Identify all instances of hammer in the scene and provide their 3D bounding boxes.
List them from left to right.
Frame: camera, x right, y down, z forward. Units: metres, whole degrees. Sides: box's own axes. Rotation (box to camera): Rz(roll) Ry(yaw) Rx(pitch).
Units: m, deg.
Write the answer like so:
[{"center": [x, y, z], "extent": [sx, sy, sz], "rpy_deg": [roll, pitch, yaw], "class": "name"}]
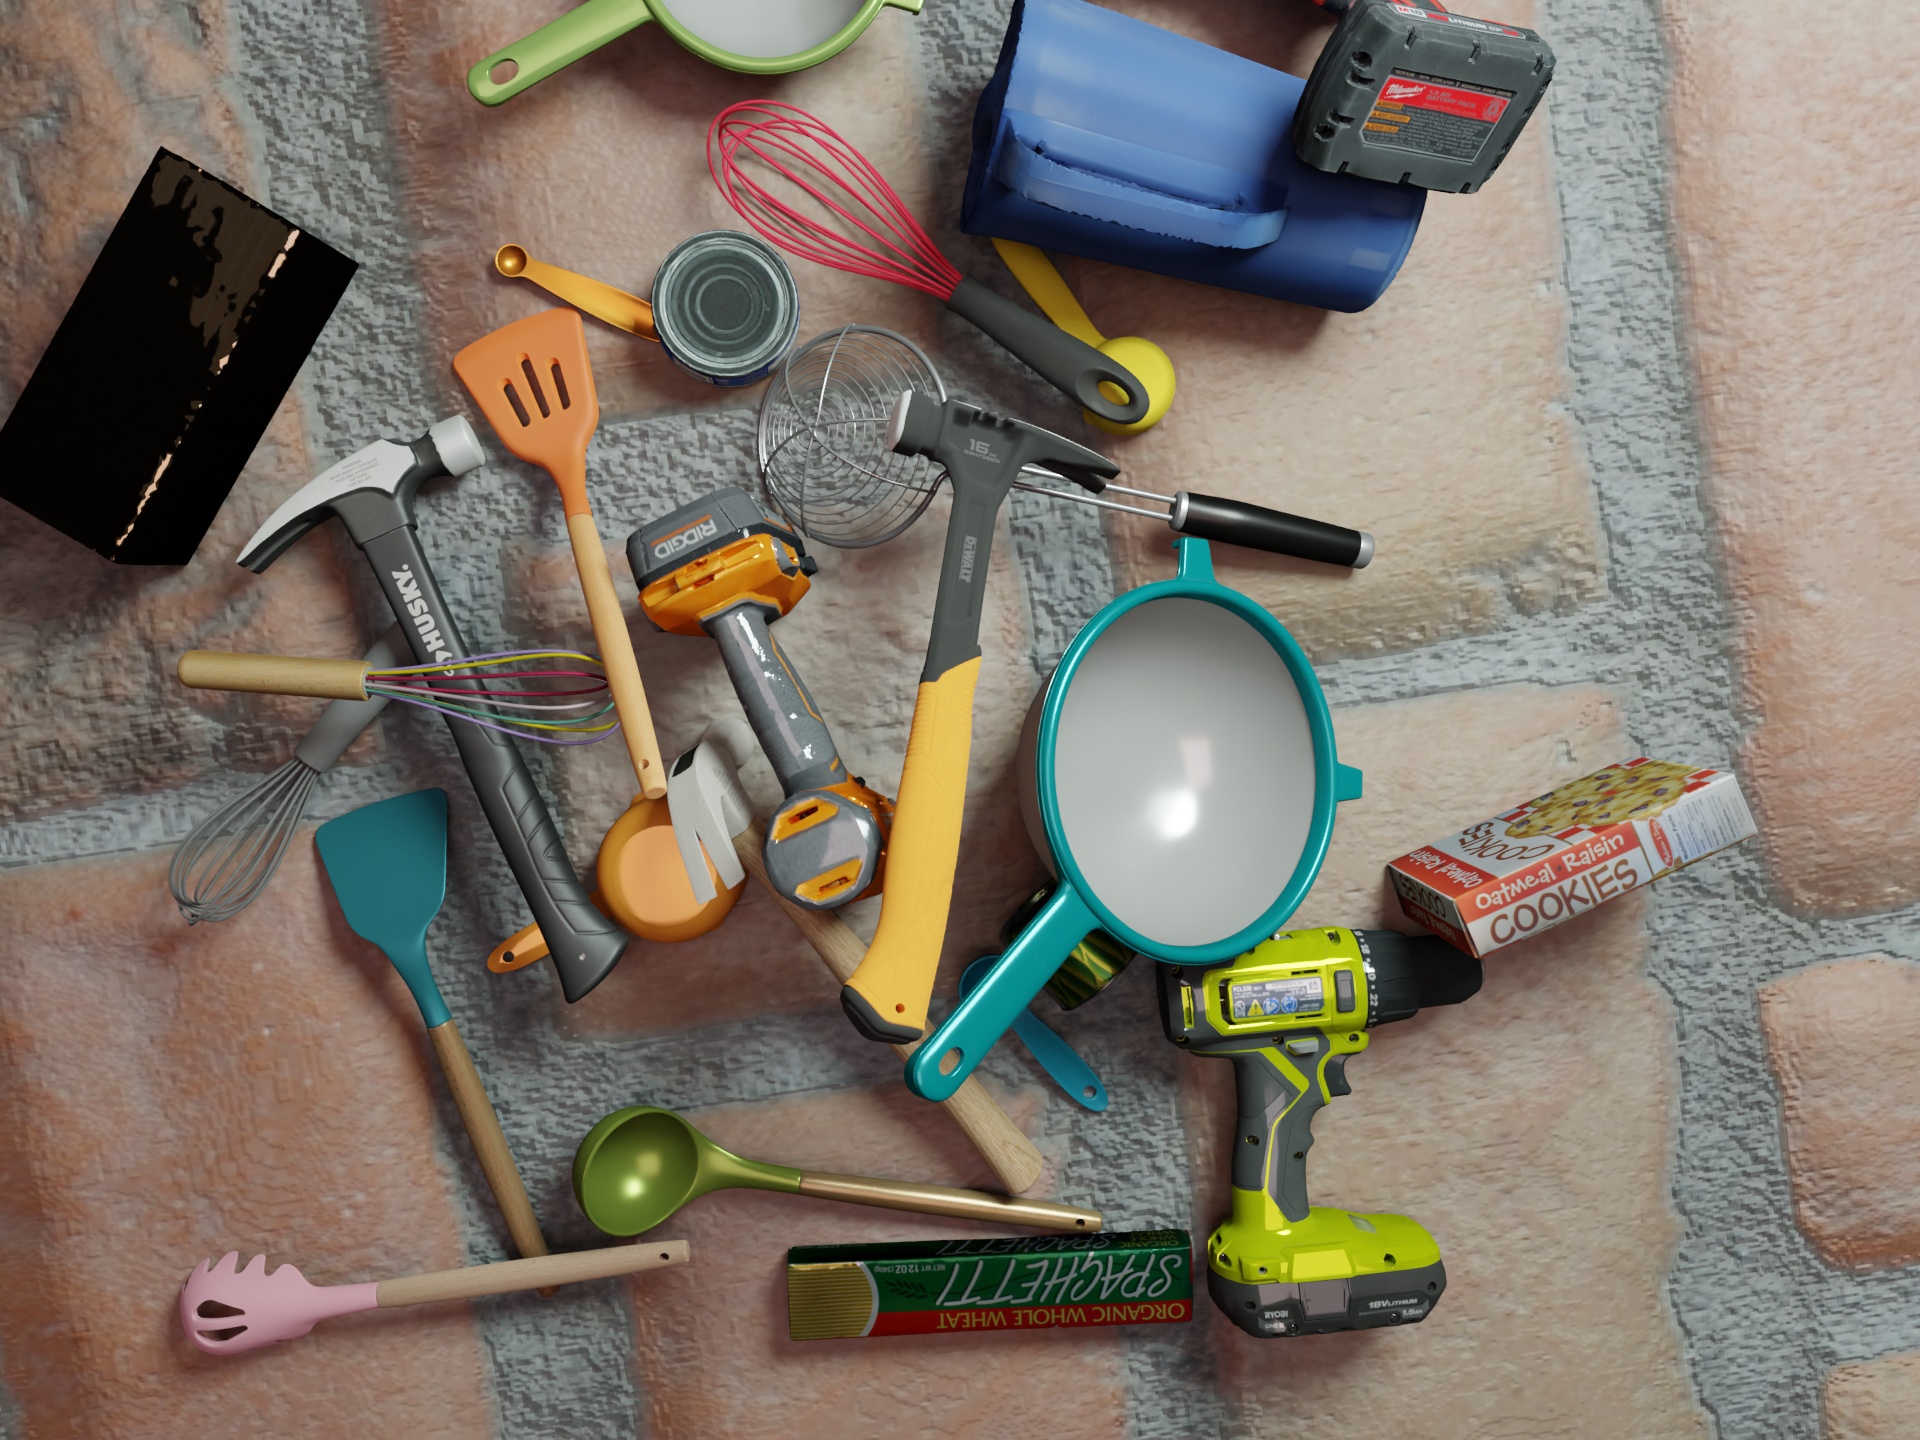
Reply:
[{"center": [-0.281, 0.004, 0.901], "extent": [0.146, 0.035, 0.335], "rpy_deg": [-25, 87, -6], "class": "hammer"}, {"center": [-0.057, 0.150, 0.925], "extent": [0.031, 0.130, 0.331], "rpy_deg": [-33, 103, 17], "class": "hammer"}, {"center": [-0.001, -0.003, 0.814], "extent": [0.127, 0.034, 0.337], "rpy_deg": [15, 71, -15], "class": "hammer"}]

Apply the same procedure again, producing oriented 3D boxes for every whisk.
[{"center": [-0.379, 0.022, 0.932], "extent": [0.055, 0.055, 0.239], "rpy_deg": [39, 87, -4], "class": "whisk"}, {"center": [-0.300, -0.024, 0.864], "extent": [0.245, 0.047, 0.051], "rpy_deg": [4, 66, -1], "class": "whisk"}, {"center": [-0.018, -0.255, 0.902], "extent": [0.296, 0.073, 0.073], "rpy_deg": [33, 93, -2], "class": "whisk"}]

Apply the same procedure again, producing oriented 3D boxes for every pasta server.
[{"center": [-0.318, 0.337, 0.953], "extent": [0.316, 0.040, 0.060], "rpy_deg": [-8, 94, 1], "class": "pasta server"}]

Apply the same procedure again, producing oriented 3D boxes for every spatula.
[{"center": [-0.300, 0.201, 0.958], "extent": [0.082, 0.044, 0.317], "rpy_deg": [-18, 99, -1], "class": "spatula"}, {"center": [-0.208, -0.096, 0.870], "extent": [0.081, 0.041, 0.323], "rpy_deg": [-23, 59, 0], "class": "spatula"}]

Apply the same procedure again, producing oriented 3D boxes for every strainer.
[{"center": [-0.156, -0.406, 0.892], "extent": [0.256, 0.069, 0.151], "rpy_deg": [-28, 97, 1], "class": "strainer"}, {"center": [0.068, 0.072, 0.877], "extent": [0.340, 0.095, 0.211], "rpy_deg": [-46, 110, -24], "class": "strainer"}]

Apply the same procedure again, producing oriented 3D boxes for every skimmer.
[{"center": [0.063, -0.139, 0.938], "extent": [0.363, 0.090, 0.127], "rpy_deg": [10, 100, -12], "class": "skimmer"}]

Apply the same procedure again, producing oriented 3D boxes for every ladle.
[{"center": [-0.070, 0.285, 0.953], "extent": [0.320, 0.062, 0.078], "rpy_deg": [9, 94, -5], "class": "ladle"}]

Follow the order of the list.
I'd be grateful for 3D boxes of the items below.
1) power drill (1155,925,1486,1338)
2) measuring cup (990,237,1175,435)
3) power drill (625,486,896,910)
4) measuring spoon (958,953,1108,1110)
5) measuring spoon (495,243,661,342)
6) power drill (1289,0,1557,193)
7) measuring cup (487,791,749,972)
[{"center": [0.222, 0.235, 0.947], "extent": [0.190, 0.080, 0.228], "rpy_deg": [-5, 92, -1], "class": "power drill"}, {"center": [0.067, -0.235, 0.929], "extent": [0.062, 0.029, 0.156], "rpy_deg": [-39, 97, 2], "class": "measuring cup"}, {"center": [-0.094, -0.005, 0.892], "extent": [0.084, 0.164, 0.226], "rpy_deg": [-25, 83, 7], "class": "power drill"}, {"center": [0.046, 0.191, 0.971], "extent": [0.042, 0.021, 0.128], "rpy_deg": [-41, 103, 1], "class": "measuring spoon"}, {"center": [-0.217, -0.248, 0.933], "extent": [0.117, 0.011, 0.021], "rpy_deg": [23, 89, -7], "class": "measuring spoon"}, {"center": [0.185, -0.380, 0.829], "extent": [0.187, 0.080, 0.227], "rpy_deg": [1, 51, -21], "class": "power drill"}, {"center": [-0.207, 0.108, 0.936], "extent": [0.173, 0.052, 0.095], "rpy_deg": [-29, 95, -1], "class": "measuring cup"}]
